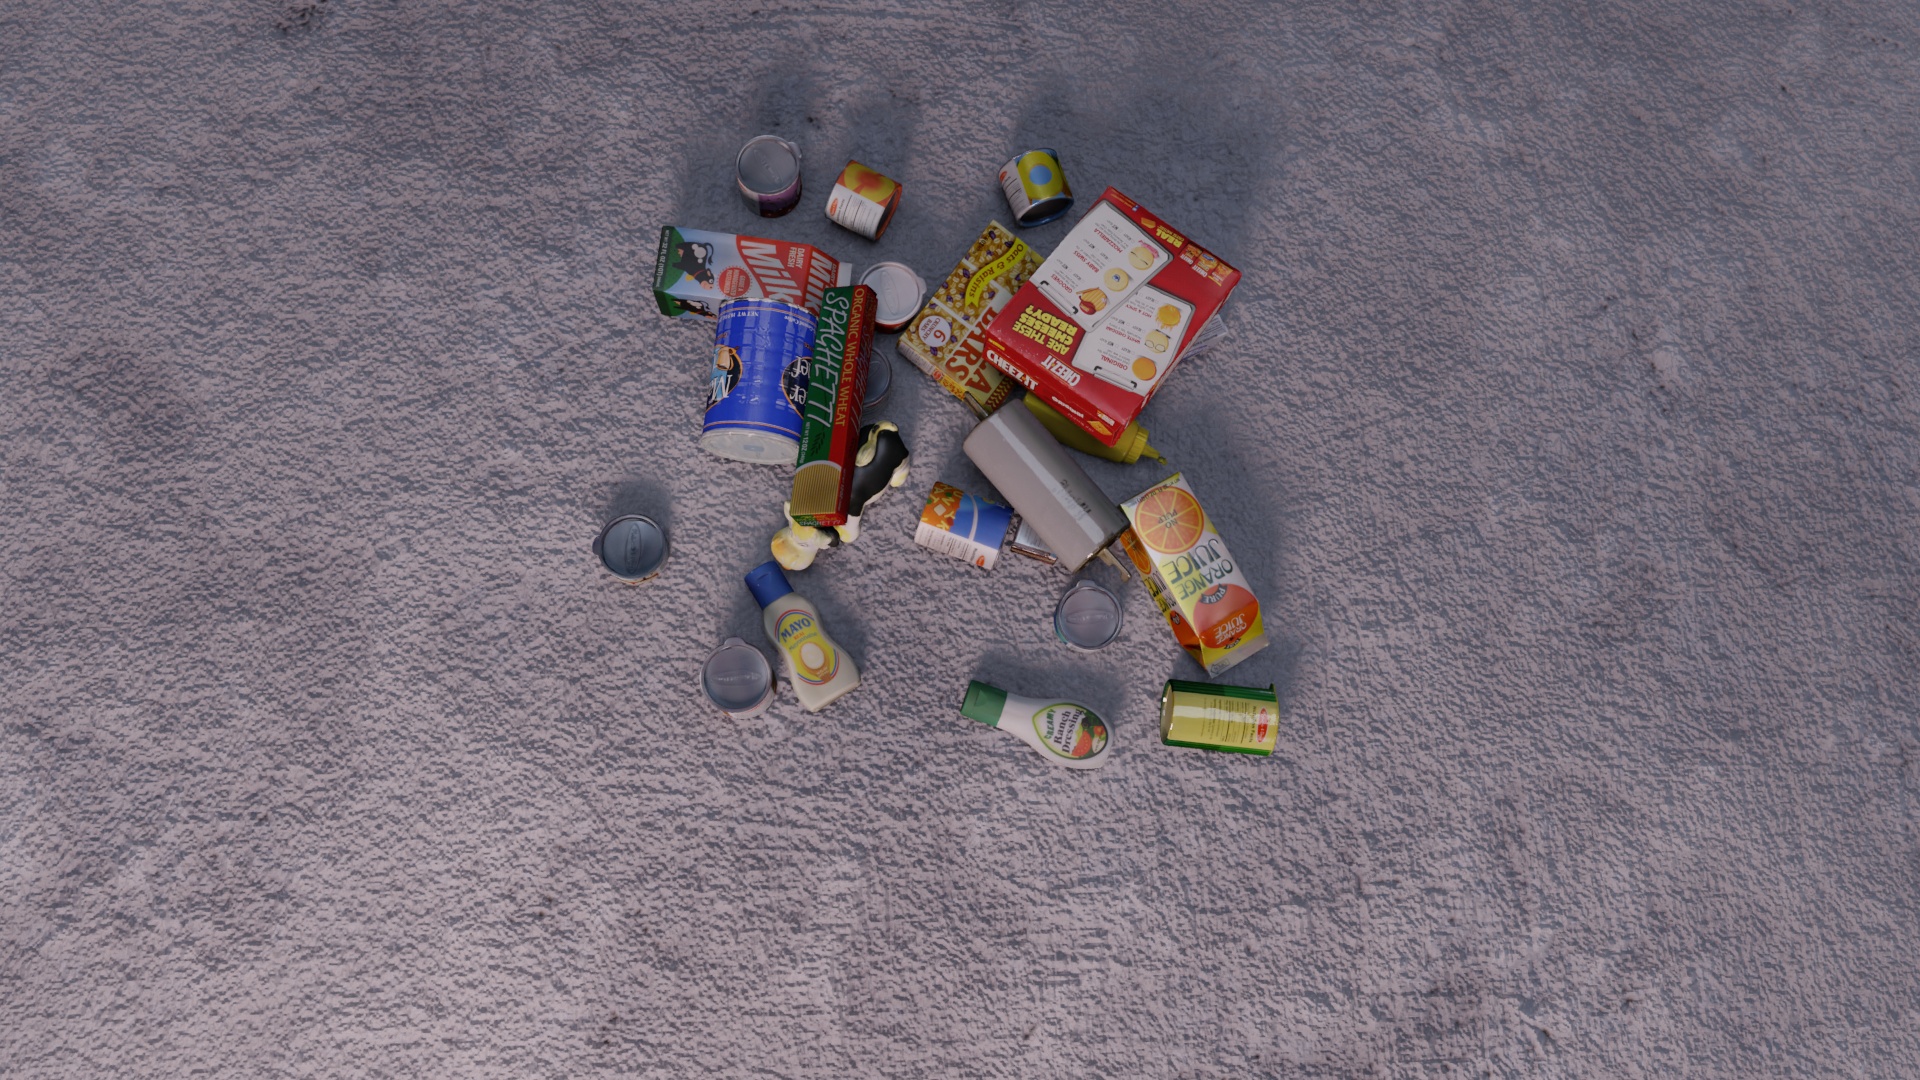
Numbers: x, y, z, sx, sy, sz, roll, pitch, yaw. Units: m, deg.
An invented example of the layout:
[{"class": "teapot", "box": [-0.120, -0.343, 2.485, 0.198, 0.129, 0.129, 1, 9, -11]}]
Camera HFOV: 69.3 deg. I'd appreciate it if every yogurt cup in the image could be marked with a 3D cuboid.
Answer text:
[{"class": "yogurt cup", "box": [-0.073, -0.245, 1.423, 0.072, 0.054, 0.072, 1, 78, -4]}]

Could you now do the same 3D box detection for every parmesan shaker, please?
[{"class": "parmesan shaker", "box": [0.250, 0.169, 1.351, 0.103, 0.071, 0.071, 6, 78, -2]}]

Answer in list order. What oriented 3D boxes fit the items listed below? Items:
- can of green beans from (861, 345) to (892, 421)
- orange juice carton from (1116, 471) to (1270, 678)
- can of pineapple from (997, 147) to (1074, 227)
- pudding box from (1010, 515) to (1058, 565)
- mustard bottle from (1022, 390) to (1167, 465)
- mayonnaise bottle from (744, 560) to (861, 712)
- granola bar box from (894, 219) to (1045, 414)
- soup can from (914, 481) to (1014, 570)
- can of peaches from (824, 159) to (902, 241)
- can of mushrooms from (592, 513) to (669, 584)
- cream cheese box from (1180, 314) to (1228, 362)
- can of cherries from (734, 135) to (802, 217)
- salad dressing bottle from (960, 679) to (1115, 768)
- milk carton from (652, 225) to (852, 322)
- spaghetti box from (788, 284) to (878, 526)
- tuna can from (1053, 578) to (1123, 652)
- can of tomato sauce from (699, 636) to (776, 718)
[{"class": "can of green beans", "box": [-0.102, -0.159, 1.401, 0.071, 0.057, 0.071, 1, 78, -4]}, {"class": "orange juice carton", "box": [0.228, 0.036, 1.374, 0.072, 0.073, 0.193, -28, 82, -9]}, {"class": "can of pineapple", "box": [0.081, -0.369, 1.455, 0.071, 0.071, 0.058, -18, 80, -7]}, {"class": "pudding box", "box": [0.085, -0.023, 1.399, 0.050, 0.030, 0.084, 17, 77, 1]}, {"class": "mustard bottle", "box": [0.138, -0.114, 1.407, 0.160, 0.065, 0.049, 25, 72, -4]}, {"class": "mayonnaise bottle", "box": [-0.158, 0.090, 1.351, 0.065, 0.041, 0.148, -32, 82, -8]}, {"class": "granola bar box", "box": [0.032, -0.227, 1.426, 0.124, 0.039, 0.166, 37, 78, -4]}, {"class": "soup can", "box": [0.005, -0.017, 1.374, 0.084, 0.071, 0.071, 20, 78, 1]}, {"class": "can of peaches", "box": [-0.099, -0.353, 1.439, 0.058, 0.071, 0.071, 27, 78, 2]}, {"class": "can of mushrooms", "box": [-0.322, 0.009, 1.362, 0.071, 0.033, 0.071, 1, 79, -4]}, {"class": "cream cheese box", "box": [0.221, -0.198, 1.434, 0.104, 0.053, 0.024, -25, 83, -8]}, {"class": "can of cherries", "box": [-0.196, -0.377, 1.441, 0.071, 0.058, 0.071, 1, 77, -3]}, {"class": "salad dressing bottle", "box": [0.074, 0.176, 1.348, 0.148, 0.044, 0.064, 19, 76, 0]}, {"class": "milk carton", "box": [-0.208, -0.261, 1.407, 0.191, 0.073, 0.072, 6, 78, -3]}, {"class": "spaghetti box", "box": [-0.120, -0.133, 1.331, 0.050, 0.028, 0.251, -2, 67, 19]}, {"class": "tuna can", "box": [0.126, 0.075, 1.379, 0.071, 0.032, 0.071, 1, 78, -4]}, {"class": "can of tomato sauce", "box": [-0.210, 0.132, 1.318, 0.071, 0.083, 0.071, 1, 78, -4]}]
